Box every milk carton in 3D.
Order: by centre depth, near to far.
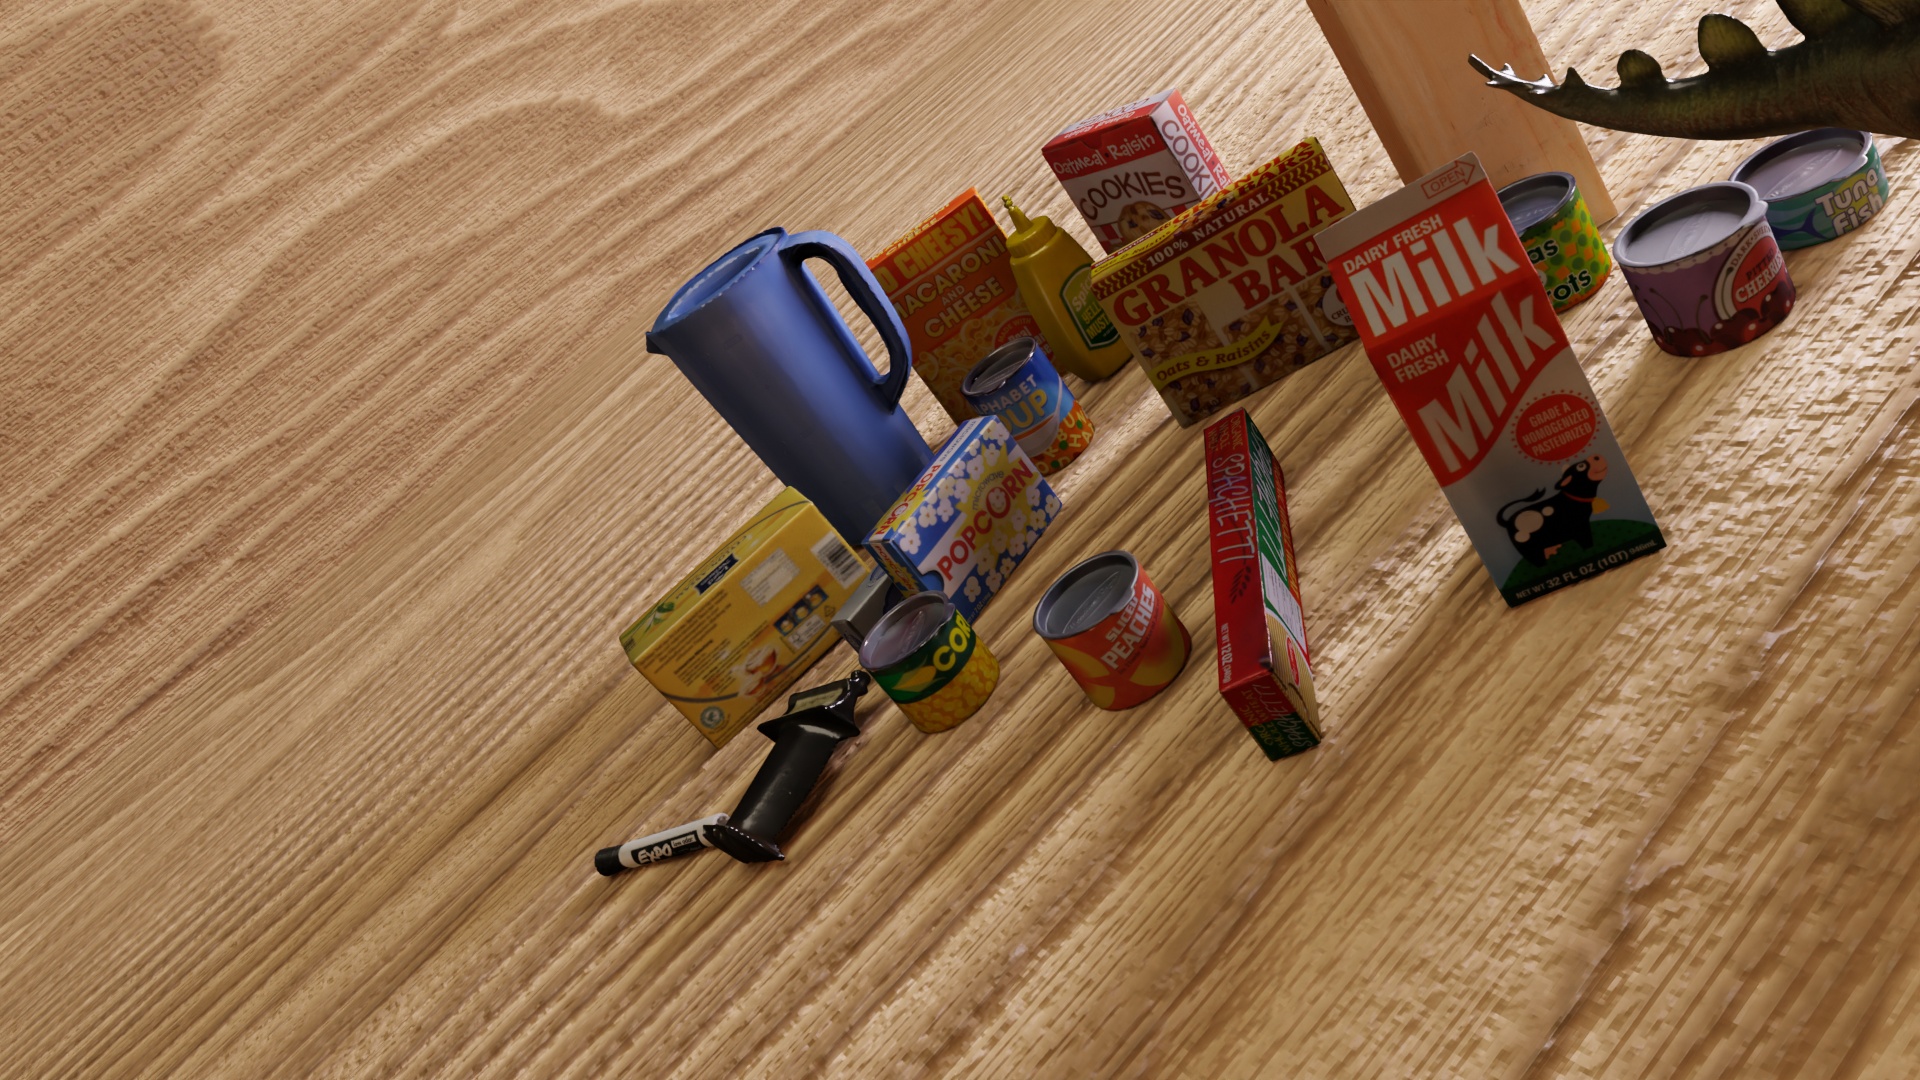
[{"bbox_3d":[0.226,-0.071,0.597,0.072,0.190,0.074,-27,26,23],"label":"milk carton"}]

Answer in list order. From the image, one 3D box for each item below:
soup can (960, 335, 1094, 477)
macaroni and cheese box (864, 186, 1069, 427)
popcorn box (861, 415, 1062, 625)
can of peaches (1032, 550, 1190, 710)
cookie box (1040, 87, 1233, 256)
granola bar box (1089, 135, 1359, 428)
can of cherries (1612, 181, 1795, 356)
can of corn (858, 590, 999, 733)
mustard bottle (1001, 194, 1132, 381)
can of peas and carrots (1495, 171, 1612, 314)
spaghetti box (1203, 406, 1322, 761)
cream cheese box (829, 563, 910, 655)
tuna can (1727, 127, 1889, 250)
[{"bbox_3d":[0.049,-0.095,1.017,0.071,0.083,0.072,-31,25,16],"label":"soup can"},{"bbox_3d":[0.007,-0.184,1.133,0.123,0.166,0.040,-33,24,10],"label":"macaroni and cheese box"},{"bbox_3d":[0.003,-0.012,0.929,0.038,0.085,0.127,-5,40,52],"label":"popcorn box"},{"bbox_3d":[0.083,0.049,0.744,0.071,0.058,0.071,-31,25,16],"label":"can of peaches"},{"bbox_3d":[0.151,-0.247,1.046,0.040,0.167,0.123,-49,26,-24],"label":"cookie box"},{"bbox_3d":[0.186,-0.165,0.904,0.165,0.124,0.039,-28,26,22],"label":"granola bar box"},{"bbox_3d":[0.365,-0.132,0.678,0.071,0.058,0.072,-31,25,16],"label":"can of cherries"},{"bbox_3d":[-0.016,0.073,0.837,0.071,0.058,0.071,-31,25,16],"label":"can of corn"},{"bbox_3d":[0.077,-0.199,1.071,0.065,0.160,0.049,-47,25,-20],"label":"mustard bottle"},{"bbox_3d":[0.327,-0.166,0.791,0.071,0.058,0.071,-31,25,16],"label":"can of peas and carrots"},{"bbox_3d":[0.154,0.012,0.723,0.028,0.050,0.251,-27,26,23],"label":"spaghetti box"},{"bbox_3d":[-0.037,0.036,0.938,0.024,0.053,0.104,-4,40,52],"label":"cream cheese box"},{"bbox_3d":[0.431,-0.178,0.703,0.071,0.032,0.071,-30,25,16],"label":"tuna can"}]
